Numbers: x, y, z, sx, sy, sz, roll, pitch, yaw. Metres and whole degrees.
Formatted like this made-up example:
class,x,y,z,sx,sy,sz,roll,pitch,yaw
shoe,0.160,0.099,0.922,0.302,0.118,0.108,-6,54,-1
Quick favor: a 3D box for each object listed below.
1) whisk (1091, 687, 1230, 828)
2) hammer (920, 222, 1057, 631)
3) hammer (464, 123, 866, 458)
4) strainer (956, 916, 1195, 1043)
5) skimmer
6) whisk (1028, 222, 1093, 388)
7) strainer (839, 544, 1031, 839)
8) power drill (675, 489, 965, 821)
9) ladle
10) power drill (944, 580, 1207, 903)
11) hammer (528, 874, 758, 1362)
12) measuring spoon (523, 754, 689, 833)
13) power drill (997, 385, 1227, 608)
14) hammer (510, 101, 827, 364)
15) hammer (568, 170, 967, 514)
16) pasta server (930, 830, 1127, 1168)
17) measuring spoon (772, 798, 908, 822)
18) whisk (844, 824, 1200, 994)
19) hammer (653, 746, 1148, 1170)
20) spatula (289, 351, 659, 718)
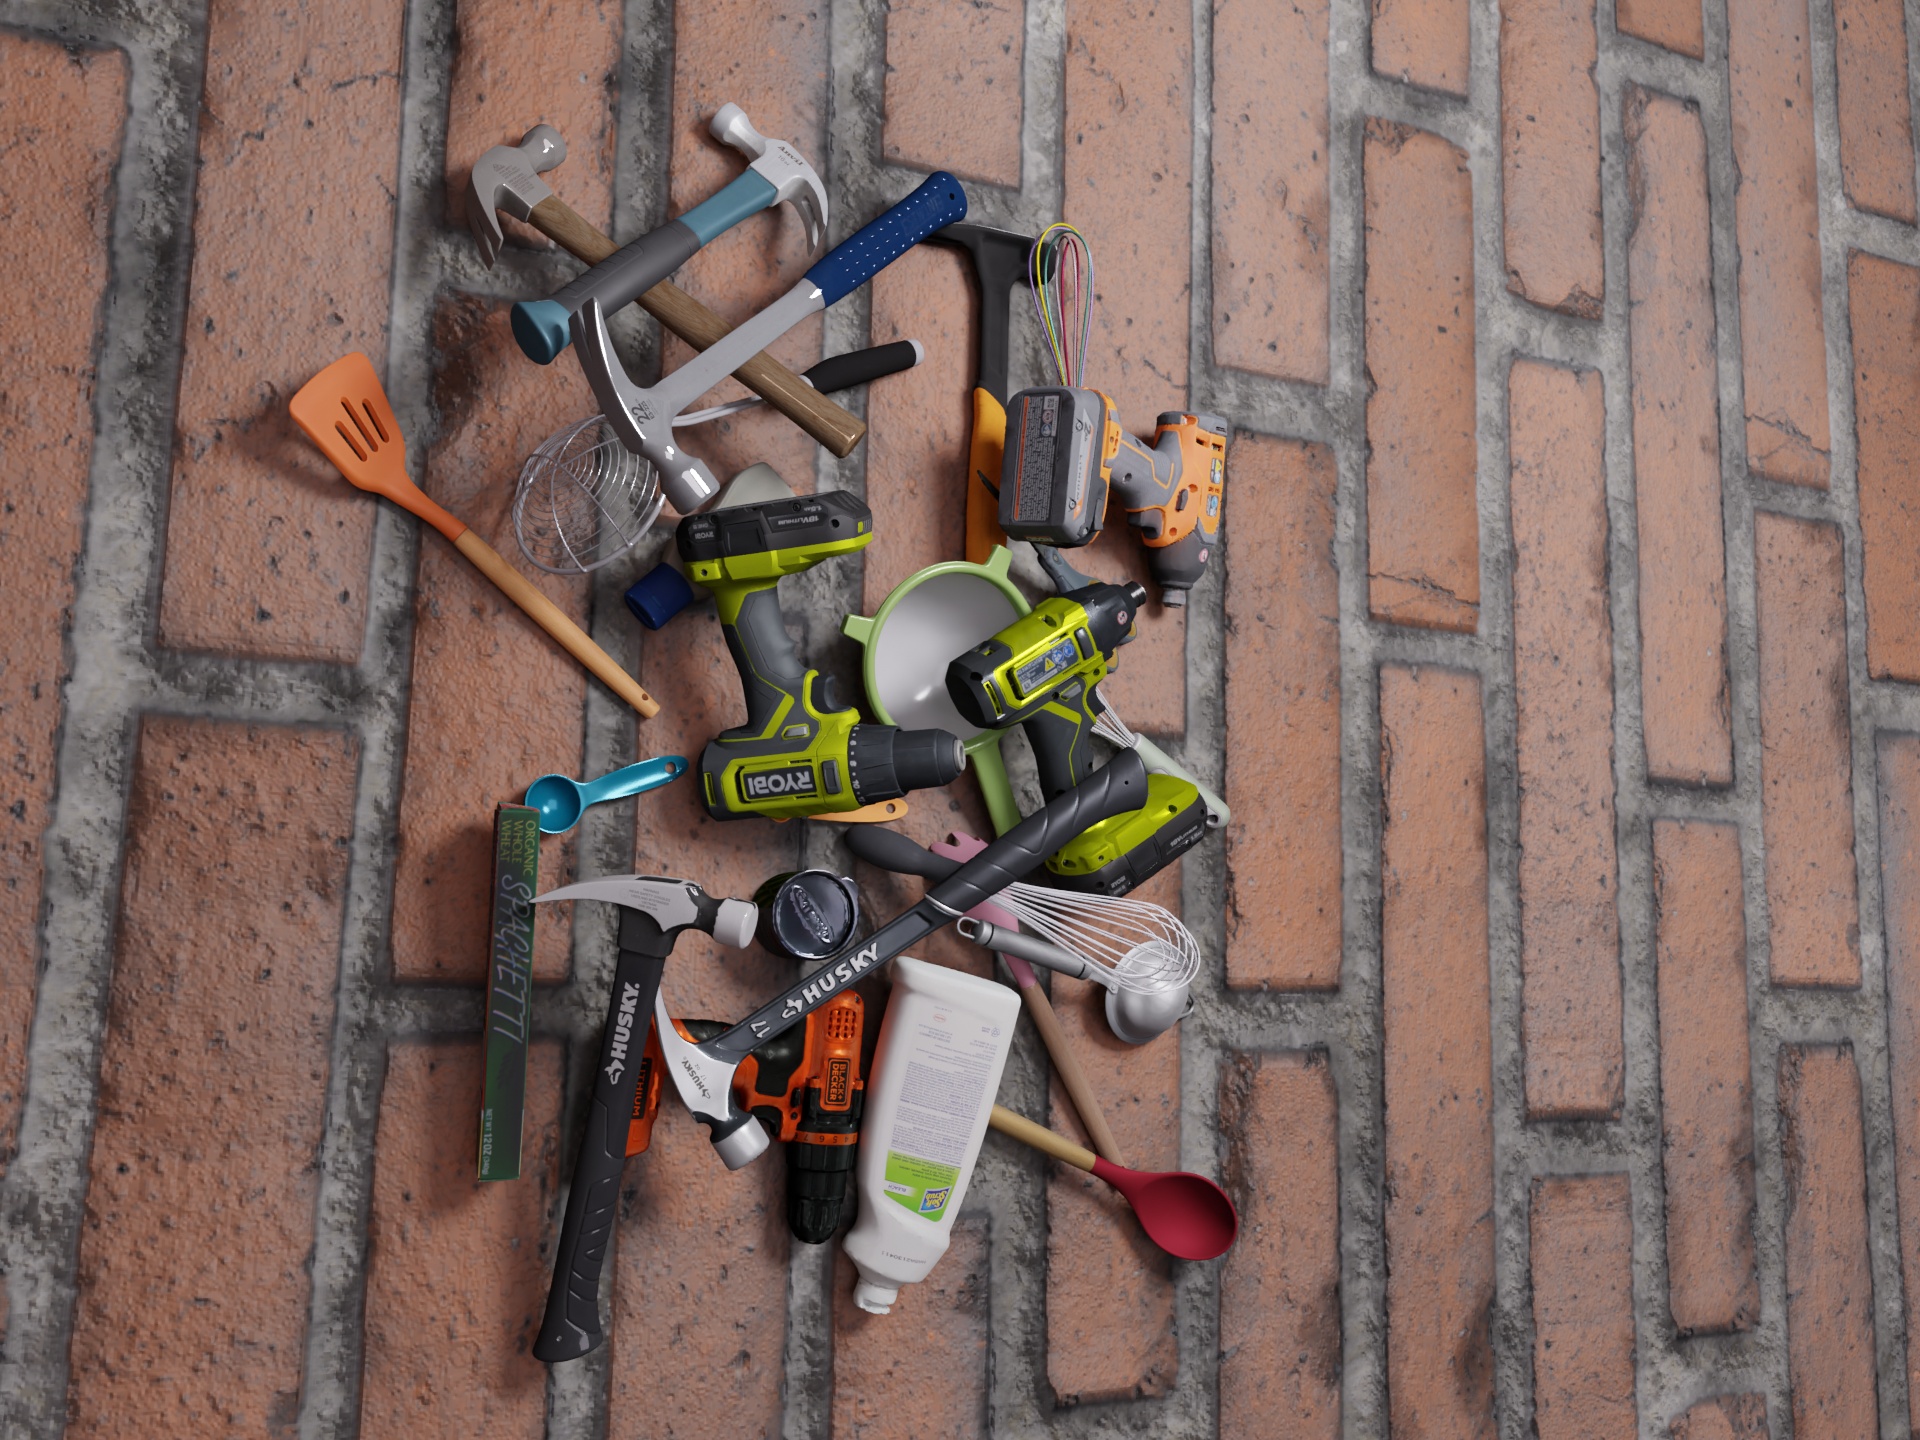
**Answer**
class,x,y,z,sx,sy,sz,roll,pitch,yaw
whisk,0.135,0.016,1.312,0.246,0.058,0.059,38,40,-20
hammer,0.018,-0.238,1.295,0.127,0.034,0.337,4,82,-25
hammer,-0.210,-0.298,1.145,0.331,0.031,0.130,37,48,-4
strainer,0.102,0.199,1.251,0.258,0.050,0.087,23,85,-28
skimmer,-0.167,-0.209,1.192,0.363,0.127,0.090,-27,137,-38
whisk,0.095,-0.283,1.309,0.047,0.051,0.245,-23,111,-56
strainer,-0.002,-0.004,1.250,0.151,0.069,0.256,-27,113,-21
power drill,-0.103,-0.043,1.130,0.190,0.080,0.228,-7,101,12
ladle,0.080,0.338,1.245,0.315,0.031,0.069,29,96,-12
power drill,0.102,0.013,1.230,0.171,0.080,0.223,-32,114,-20
hammer,-0.239,0.264,1.057,0.146,0.035,0.335,13,94,8
measuring spoon,-0.256,0.048,1.149,0.128,0.021,0.042,-18,95,-34
power drill,0.132,-0.178,1.282,0.226,0.084,0.164,2,94,-47
hammer,-0.206,-0.341,1.134,0.128,0.033,0.331,39,48,-1
hammer,-0.115,-0.306,1.139,0.144,0.035,0.406,54,48,-16
pasta server,0.062,0.232,1.263,0.060,0.040,0.316,-30,100,-24
measuring spoon,-0.094,0.068,1.222,0.116,0.011,0.021,1,83,-28
whisk,0.044,0.134,1.194,0.284,0.070,0.070,20,73,11
hammer,-0.032,0.138,1.130,0.409,0.036,0.149,-33,92,-15
spatula,-0.330,-0.117,1.119,0.322,0.041,0.081,44,44,-15
